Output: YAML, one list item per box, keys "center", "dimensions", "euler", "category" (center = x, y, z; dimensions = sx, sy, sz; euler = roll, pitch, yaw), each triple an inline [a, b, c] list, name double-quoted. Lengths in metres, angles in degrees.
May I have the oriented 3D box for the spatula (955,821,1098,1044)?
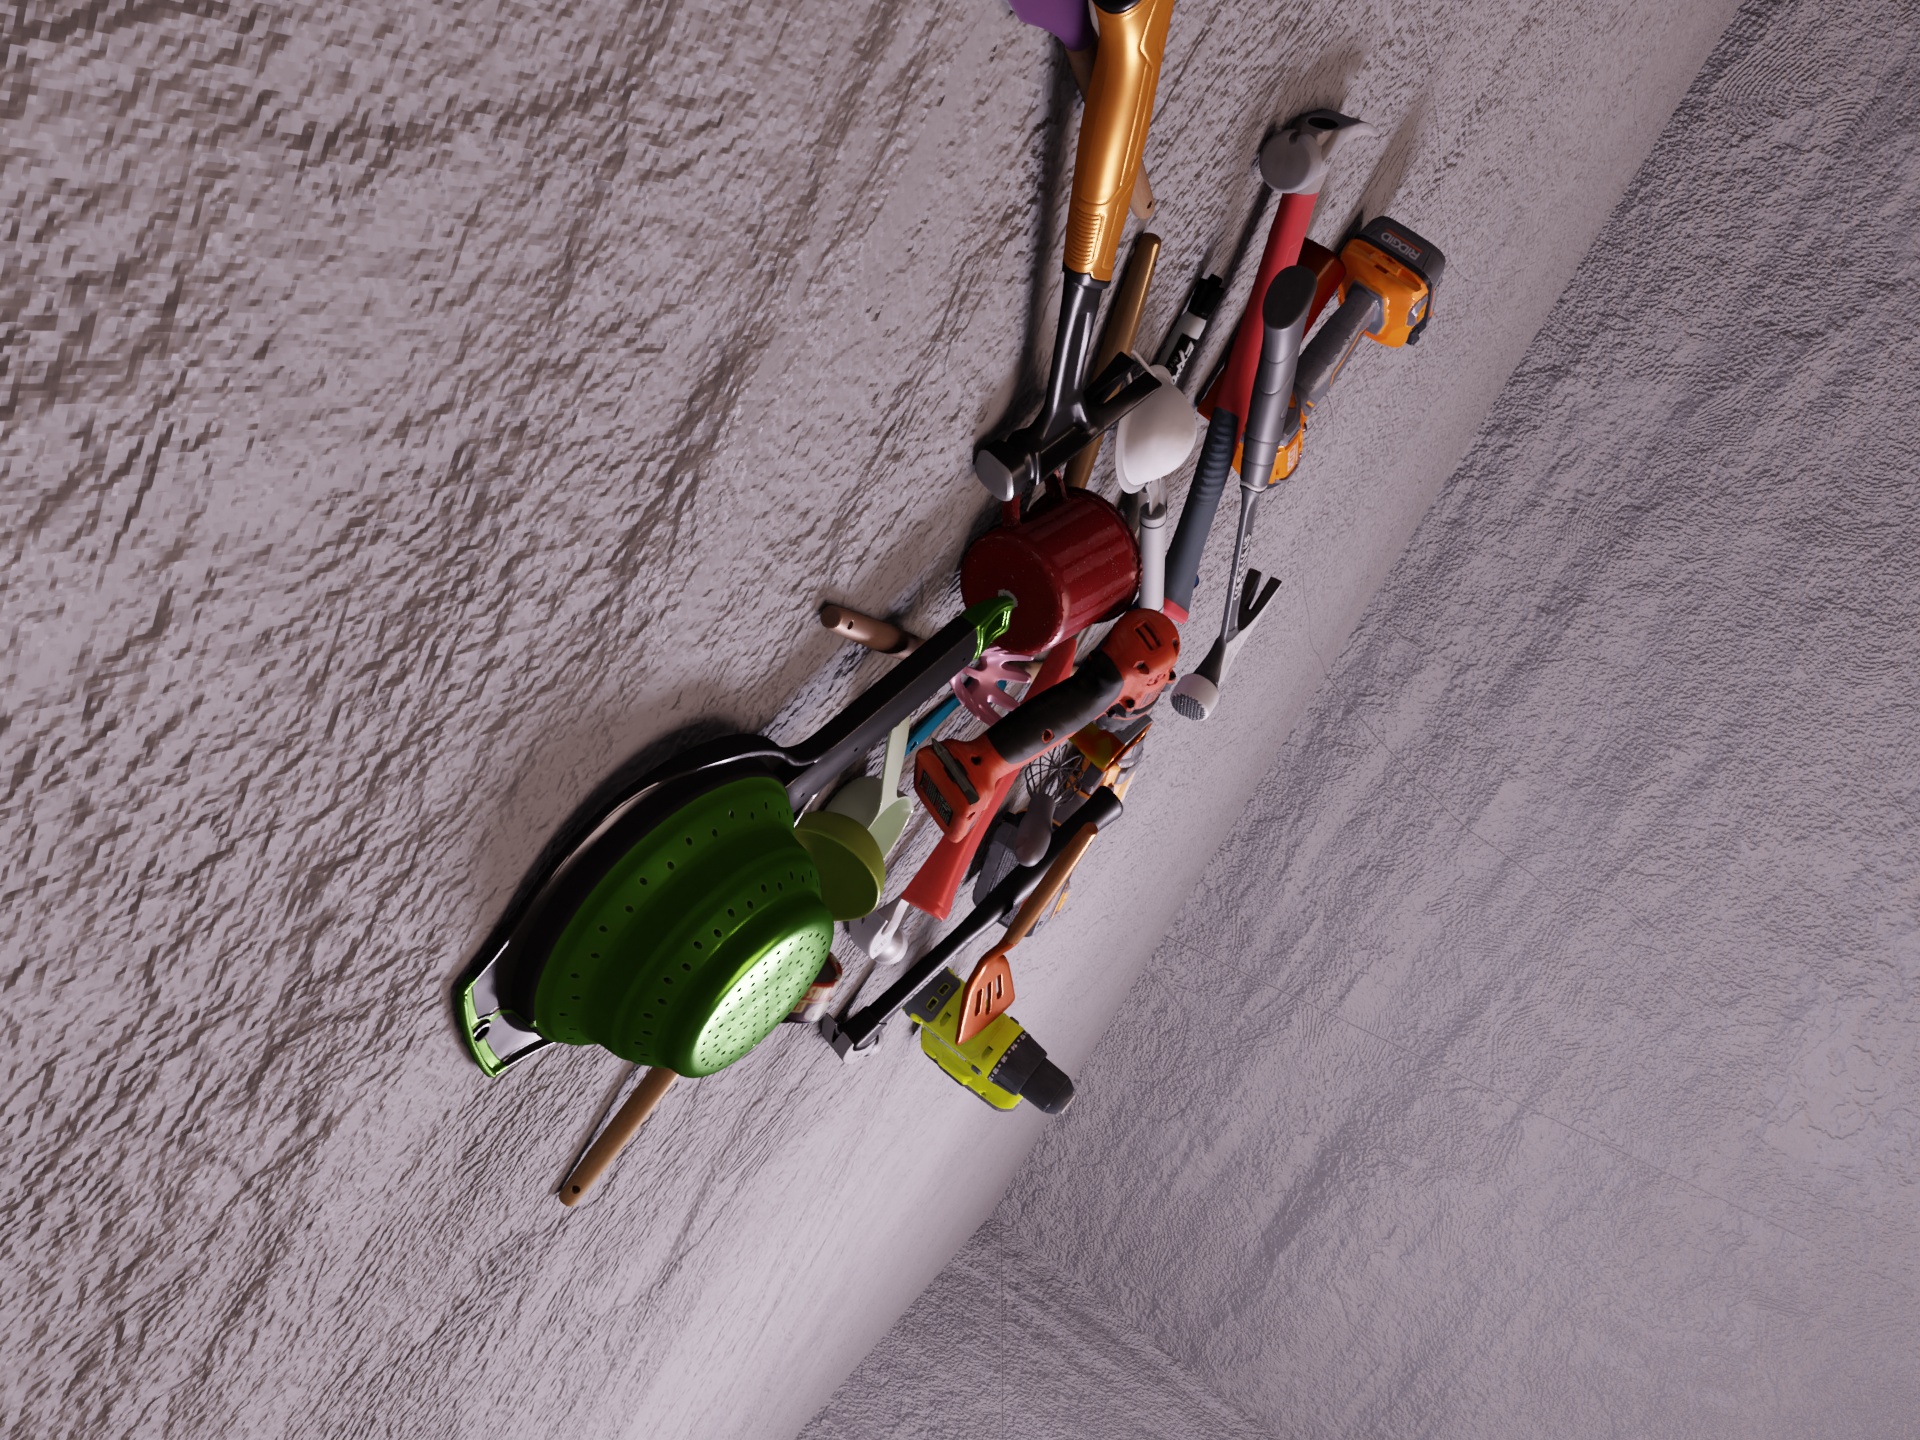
- center: [0.060, 0.183, 1.380]
  dimensions: [0.081, 0.041, 0.322]
  euler: [-31, 161, -36]
  category: "spatula"

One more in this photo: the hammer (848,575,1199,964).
- center: [0.052, 0.027, 1.272]
  dimensions: [0.405, 0.035, 0.144]
  euler: [-49, 165, -7]
  category: "hammer"

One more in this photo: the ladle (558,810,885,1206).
- center: [-0.159, 0.188, 0.997]
  dimensions: [0.320, 0.078, 0.062]
  euler: [-52, -175, 7]
  category: "ladle"

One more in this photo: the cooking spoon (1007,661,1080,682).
- center: [0.091, -0.039, 1.339]
  dimensions: [0.068, 0.017, 0.319]
  euler: [-48, 166, 13]
  category: "cooking spoon"

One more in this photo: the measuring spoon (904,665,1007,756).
- center: [-0.002, -0.004, 1.128]
  dimensions: [0.129, 0.021, 0.042]
  euler: [-43, 160, -43]
  category: "measuring spoon"

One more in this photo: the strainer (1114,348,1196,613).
- center: [0.137, -0.150, 1.109]
  dimensions: [0.087, 0.050, 0.258]
  euler: [-54, 155, -29]
  category: "strainer"

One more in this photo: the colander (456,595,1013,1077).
- center: [-0.078, 0.067, 0.854]
  dimensions: [0.397, 0.094, 0.204]
  euler: [-41, 159, -29]
  category: "colander"

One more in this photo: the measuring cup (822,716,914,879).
- center: [-0.061, 0.041, 1.023]
  dimensions: [0.083, 0.038, 0.167]
  euler: [-42, 157, -40]
  category: "measuring cup"

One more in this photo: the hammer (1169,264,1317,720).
- center: [0.219, -0.167, 1.182]
  dimensions: [0.149, 0.036, 0.408]
  euler: [-54, 160, -28]
  category: "hammer"

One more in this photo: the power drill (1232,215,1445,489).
- center: [0.311, -0.299, 1.361]
  dimensions: [0.226, 0.084, 0.164]
  euler: [-51, 165, -3]
  category: "power drill"

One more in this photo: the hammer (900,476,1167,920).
- center: [0.059, -0.018, 1.178]
  dimensions: [0.359, 0.037, 0.149]
  euler: [-60, 164, -12]
  category: "hammer"

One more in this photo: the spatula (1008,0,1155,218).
- center: [0.060, -0.301, 0.724]
  dimensions: [0.060, 0.018, 0.315]
  euler: [-56, 163, 3]
  category: "spatula"

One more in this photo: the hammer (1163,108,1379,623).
- center: [0.208, -0.244, 1.160]
  dimensions: [0.143, 0.038, 0.386]
  euler: [-39, 151, -48]
  category: "hammer"

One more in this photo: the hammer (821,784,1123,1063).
- center: [0.012, 0.178, 1.387]
  dimensions: [0.335, 0.035, 0.146]
  euler: [-43, 165, 1]
  category: "hammer"

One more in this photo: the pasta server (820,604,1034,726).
- center: [-0.016, -0.039, 0.990]
  dimensions: [0.060, 0.040, 0.316]
  euler: [-68, 162, 2]
  category: "pasta server"

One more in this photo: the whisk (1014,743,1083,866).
- center: [0.072, 0.072, 1.350]
  dimensions: [0.055, 0.055, 0.239]
  euler: [-62, 180, 20]
  category: "whisk"

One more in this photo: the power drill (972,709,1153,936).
- center: [0.110, 0.078, 1.526]
  dimensions: [0.226, 0.084, 0.185]
  euler: [-48, 163, -42]
  category: "power drill"

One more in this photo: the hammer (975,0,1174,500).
- center: [0.072, -0.243, 0.790]
  dimensions: [0.127, 0.034, 0.336]
  euler: [-39, 162, -21]
  category: "hammer"

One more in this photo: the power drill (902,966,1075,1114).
- center: [0.030, 0.333, 1.606]
  dimensions: [0.080, 0.190, 0.228]
  euler: [-50, 168, -13]
  category: "power drill"

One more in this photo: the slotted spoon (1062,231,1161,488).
- center: [0.079, -0.170, 1.027]
  dimensions: [0.070, 0.031, 0.313]
  euler: [-59, 169, -47]
  category: "slotted spoon"
